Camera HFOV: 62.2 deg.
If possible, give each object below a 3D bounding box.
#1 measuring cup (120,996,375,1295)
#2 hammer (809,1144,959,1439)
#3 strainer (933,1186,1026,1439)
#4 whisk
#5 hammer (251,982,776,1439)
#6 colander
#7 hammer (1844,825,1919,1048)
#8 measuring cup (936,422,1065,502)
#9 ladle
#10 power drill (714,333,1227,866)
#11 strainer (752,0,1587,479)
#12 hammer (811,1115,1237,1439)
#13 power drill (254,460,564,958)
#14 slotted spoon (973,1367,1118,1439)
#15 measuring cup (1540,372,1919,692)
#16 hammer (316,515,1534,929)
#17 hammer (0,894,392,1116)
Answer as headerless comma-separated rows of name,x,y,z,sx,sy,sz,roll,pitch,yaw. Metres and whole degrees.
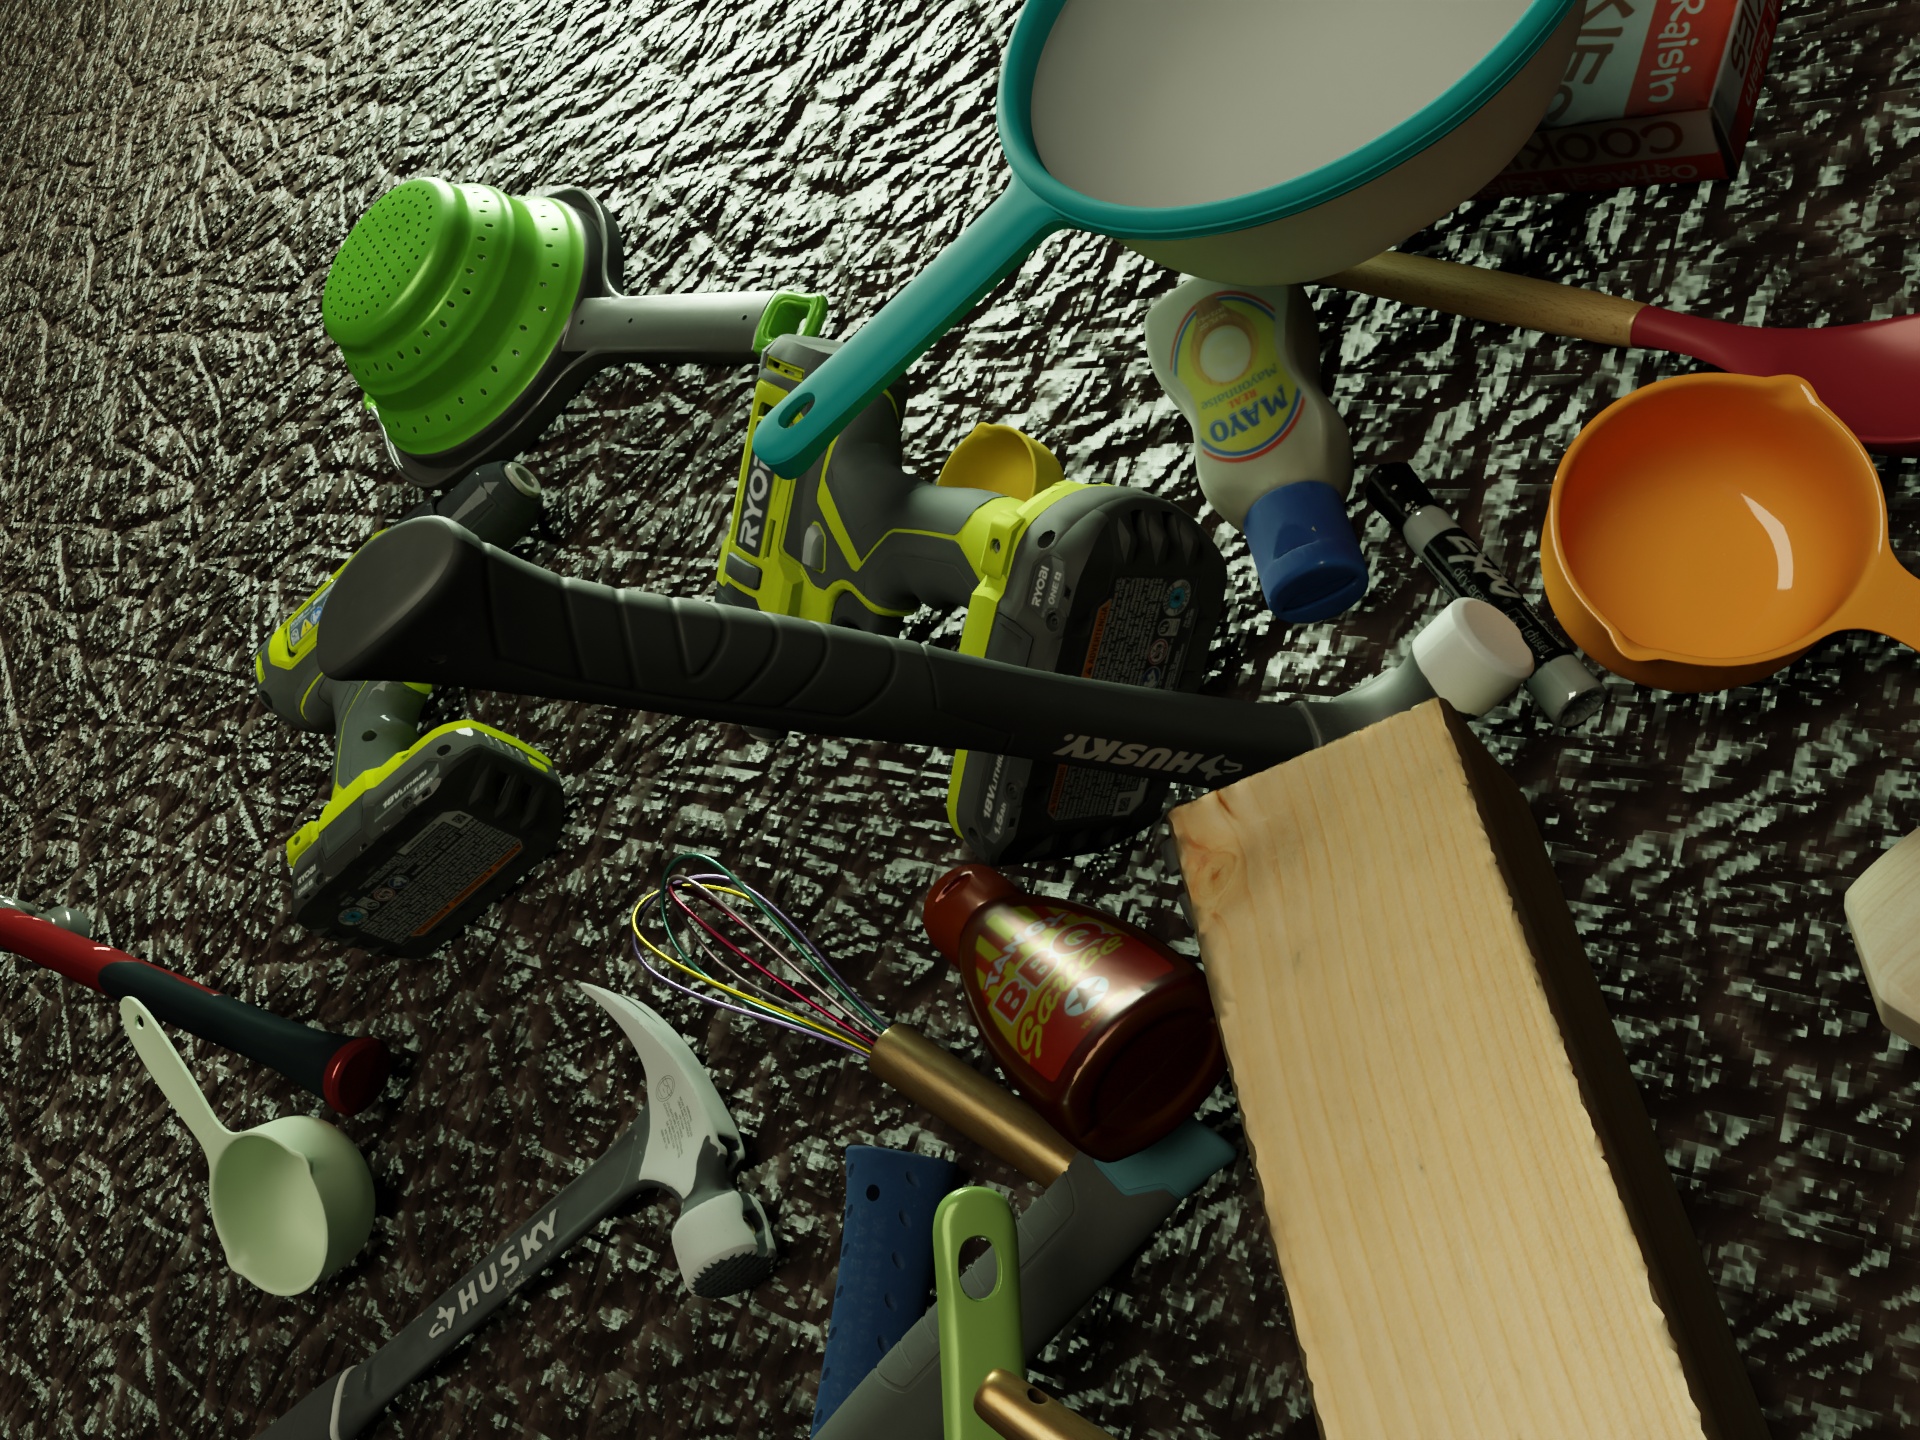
measuring cup,-0.332,0.187,0.738,0.168,0.038,0.083,46,114,17
hammer,-0.047,0.342,0.494,0.144,0.035,0.406,-5,66,35
strainer,0.007,0.262,0.439,0.151,0.069,0.256,-1,74,-8
whisk,-0.040,0.111,0.601,0.245,0.047,0.051,25,96,37
hammer,-0.248,0.275,0.675,0.409,0.036,0.149,-41,49,13
colander,-0.239,-0.234,0.876,0.397,0.094,0.204,10,75,39
hammer,0.370,-0.076,0.377,0.410,0.038,0.146,-51,50,1
measuring cup,-0.016,-0.080,0.690,0.156,0.029,0.062,-18,67,43
ladle,0.209,-0.140,0.547,0.069,0.031,0.316,-42,43,-19
power drill,-0.016,-0.041,0.615,0.223,0.080,0.171,32,115,44
strainer,0.077,-0.185,0.560,0.340,0.095,0.211,-41,48,9
hammer,-0.042,0.239,0.493,0.331,0.033,0.128,-46,55,-2
power drill,-0.273,-0.014,0.809,0.190,0.080,0.229,-39,48,15
slotted spoon,0.134,0.236,0.348,0.314,0.070,0.031,27,103,24
measuring cup,0.251,-0.031,0.457,0.174,0.052,0.095,32,86,17
hammer,-0.001,-0.001,0.442,0.146,0.334,0.035,-51,44,39
hammer,-0.440,0.134,0.828,0.386,0.143,0.038,9,74,34
